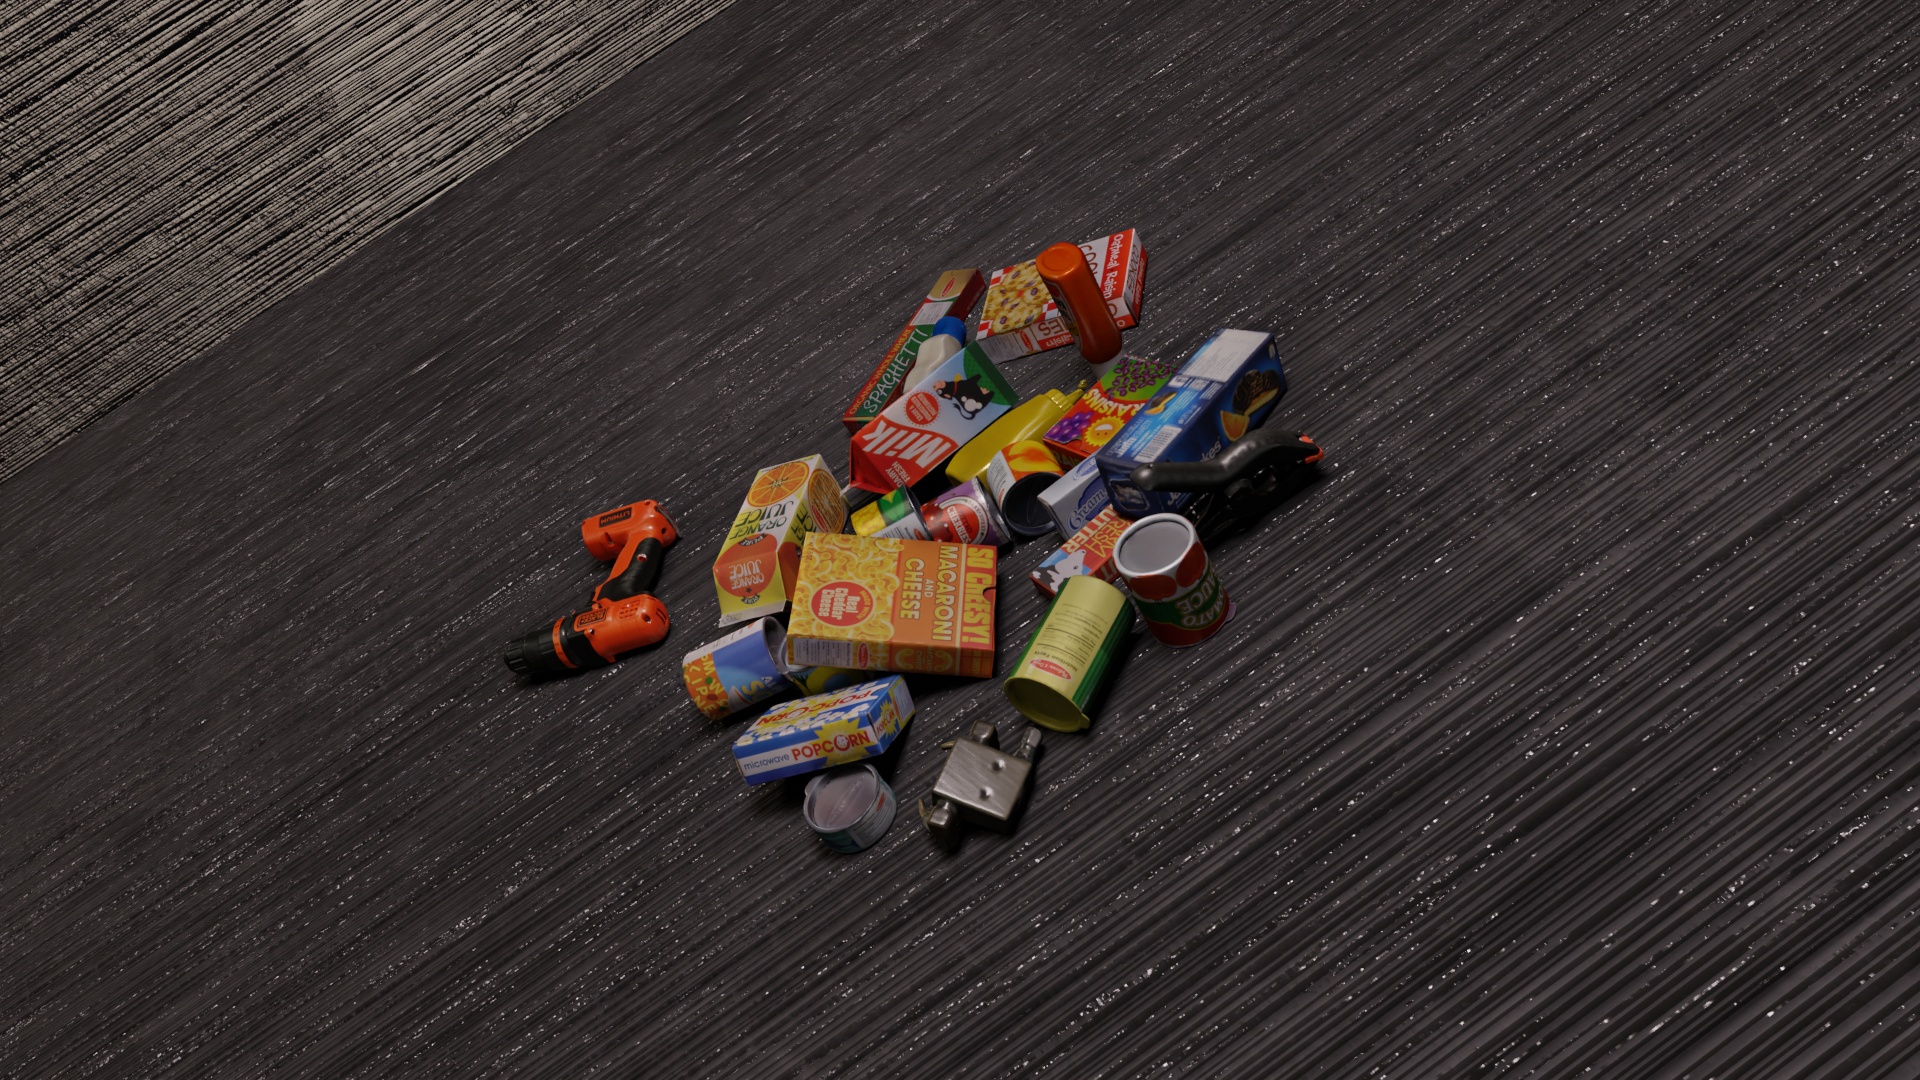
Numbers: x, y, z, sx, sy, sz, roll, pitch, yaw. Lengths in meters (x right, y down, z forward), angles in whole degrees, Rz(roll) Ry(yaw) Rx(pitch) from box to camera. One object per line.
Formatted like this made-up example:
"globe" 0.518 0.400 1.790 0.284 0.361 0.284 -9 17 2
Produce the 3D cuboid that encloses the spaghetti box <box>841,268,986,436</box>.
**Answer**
"spaghetti box" -0.048 -0.208 1.518 0.050 0.028 0.251 3 49 37

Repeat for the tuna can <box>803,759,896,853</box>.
"tuna can" -0.087 0.205 1.073 0.071 0.032 0.071 -19 39 16

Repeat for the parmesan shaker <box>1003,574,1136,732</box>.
"parmesan shaker" 0.088 0.087 1.060 0.071 0.071 0.103 5 49 39

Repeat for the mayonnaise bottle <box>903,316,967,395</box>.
"mayonnaise bottle" -0.022 -0.178 1.441 0.041 0.064 0.149 -16 36 23

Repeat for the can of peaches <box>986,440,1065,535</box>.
"can of peaches" 0.063 -0.047 1.228 0.071 0.071 0.058 -29 36 4

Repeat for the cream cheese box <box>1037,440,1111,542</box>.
"cream cheese box" 0.121 -0.046 1.195 0.104 0.053 0.024 -37 35 -7

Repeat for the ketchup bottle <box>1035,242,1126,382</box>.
"ketchup bottle" 0.121 -0.205 1.295 0.043 0.148 0.065 -33 36 0

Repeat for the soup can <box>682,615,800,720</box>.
"soup can" -0.191 0.116 1.224 0.083 0.071 0.072 -25 37 10

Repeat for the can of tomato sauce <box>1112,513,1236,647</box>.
"can of tomato sauce" 0.162 0.030 1.054 0.071 0.082 0.071 -20 39 17

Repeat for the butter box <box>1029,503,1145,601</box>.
"butter box" 0.112 0.013 1.157 0.104 0.024 0.053 -40 37 -11

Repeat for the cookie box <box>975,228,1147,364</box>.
"cookie box" 0.107 -0.254 1.452 0.167 0.040 0.123 -13 41 25

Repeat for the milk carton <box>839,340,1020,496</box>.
"milk carton" -0.041 -0.104 1.333 0.190 0.073 0.072 -38 6 -1

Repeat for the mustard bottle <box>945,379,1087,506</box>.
"mustard bottle" 0.062 -0.096 1.296 0.160 0.048 0.065 -40 33 -11

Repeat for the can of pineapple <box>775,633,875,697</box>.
"can of pineapple" -0.115 0.104 1.187 0.071 0.057 0.071 -20 38 17

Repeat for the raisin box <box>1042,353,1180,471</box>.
"raisin box" 0.147 -0.110 1.261 0.124 0.040 0.086 -45 40 -16

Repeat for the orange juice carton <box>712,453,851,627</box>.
"orange juice carton" -0.170 0.009 1.310 0.071 0.072 0.194 -13 36 23

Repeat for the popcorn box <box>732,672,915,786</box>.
"popcorn box" -0.109 0.151 1.118 0.126 0.038 0.085 -16 10 20

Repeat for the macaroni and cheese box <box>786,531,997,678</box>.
"macaroni and cheese box" -0.054 0.052 1.157 0.166 0.040 0.124 4 43 0

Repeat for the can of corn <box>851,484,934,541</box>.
"can of corn" -0.060 -0.010 1.272 0.058 0.071 0.071 -29 37 5

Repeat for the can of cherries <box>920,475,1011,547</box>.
"can of cherries" 0.004 -0.015 1.228 0.058 0.071 0.072 -28 37 6
